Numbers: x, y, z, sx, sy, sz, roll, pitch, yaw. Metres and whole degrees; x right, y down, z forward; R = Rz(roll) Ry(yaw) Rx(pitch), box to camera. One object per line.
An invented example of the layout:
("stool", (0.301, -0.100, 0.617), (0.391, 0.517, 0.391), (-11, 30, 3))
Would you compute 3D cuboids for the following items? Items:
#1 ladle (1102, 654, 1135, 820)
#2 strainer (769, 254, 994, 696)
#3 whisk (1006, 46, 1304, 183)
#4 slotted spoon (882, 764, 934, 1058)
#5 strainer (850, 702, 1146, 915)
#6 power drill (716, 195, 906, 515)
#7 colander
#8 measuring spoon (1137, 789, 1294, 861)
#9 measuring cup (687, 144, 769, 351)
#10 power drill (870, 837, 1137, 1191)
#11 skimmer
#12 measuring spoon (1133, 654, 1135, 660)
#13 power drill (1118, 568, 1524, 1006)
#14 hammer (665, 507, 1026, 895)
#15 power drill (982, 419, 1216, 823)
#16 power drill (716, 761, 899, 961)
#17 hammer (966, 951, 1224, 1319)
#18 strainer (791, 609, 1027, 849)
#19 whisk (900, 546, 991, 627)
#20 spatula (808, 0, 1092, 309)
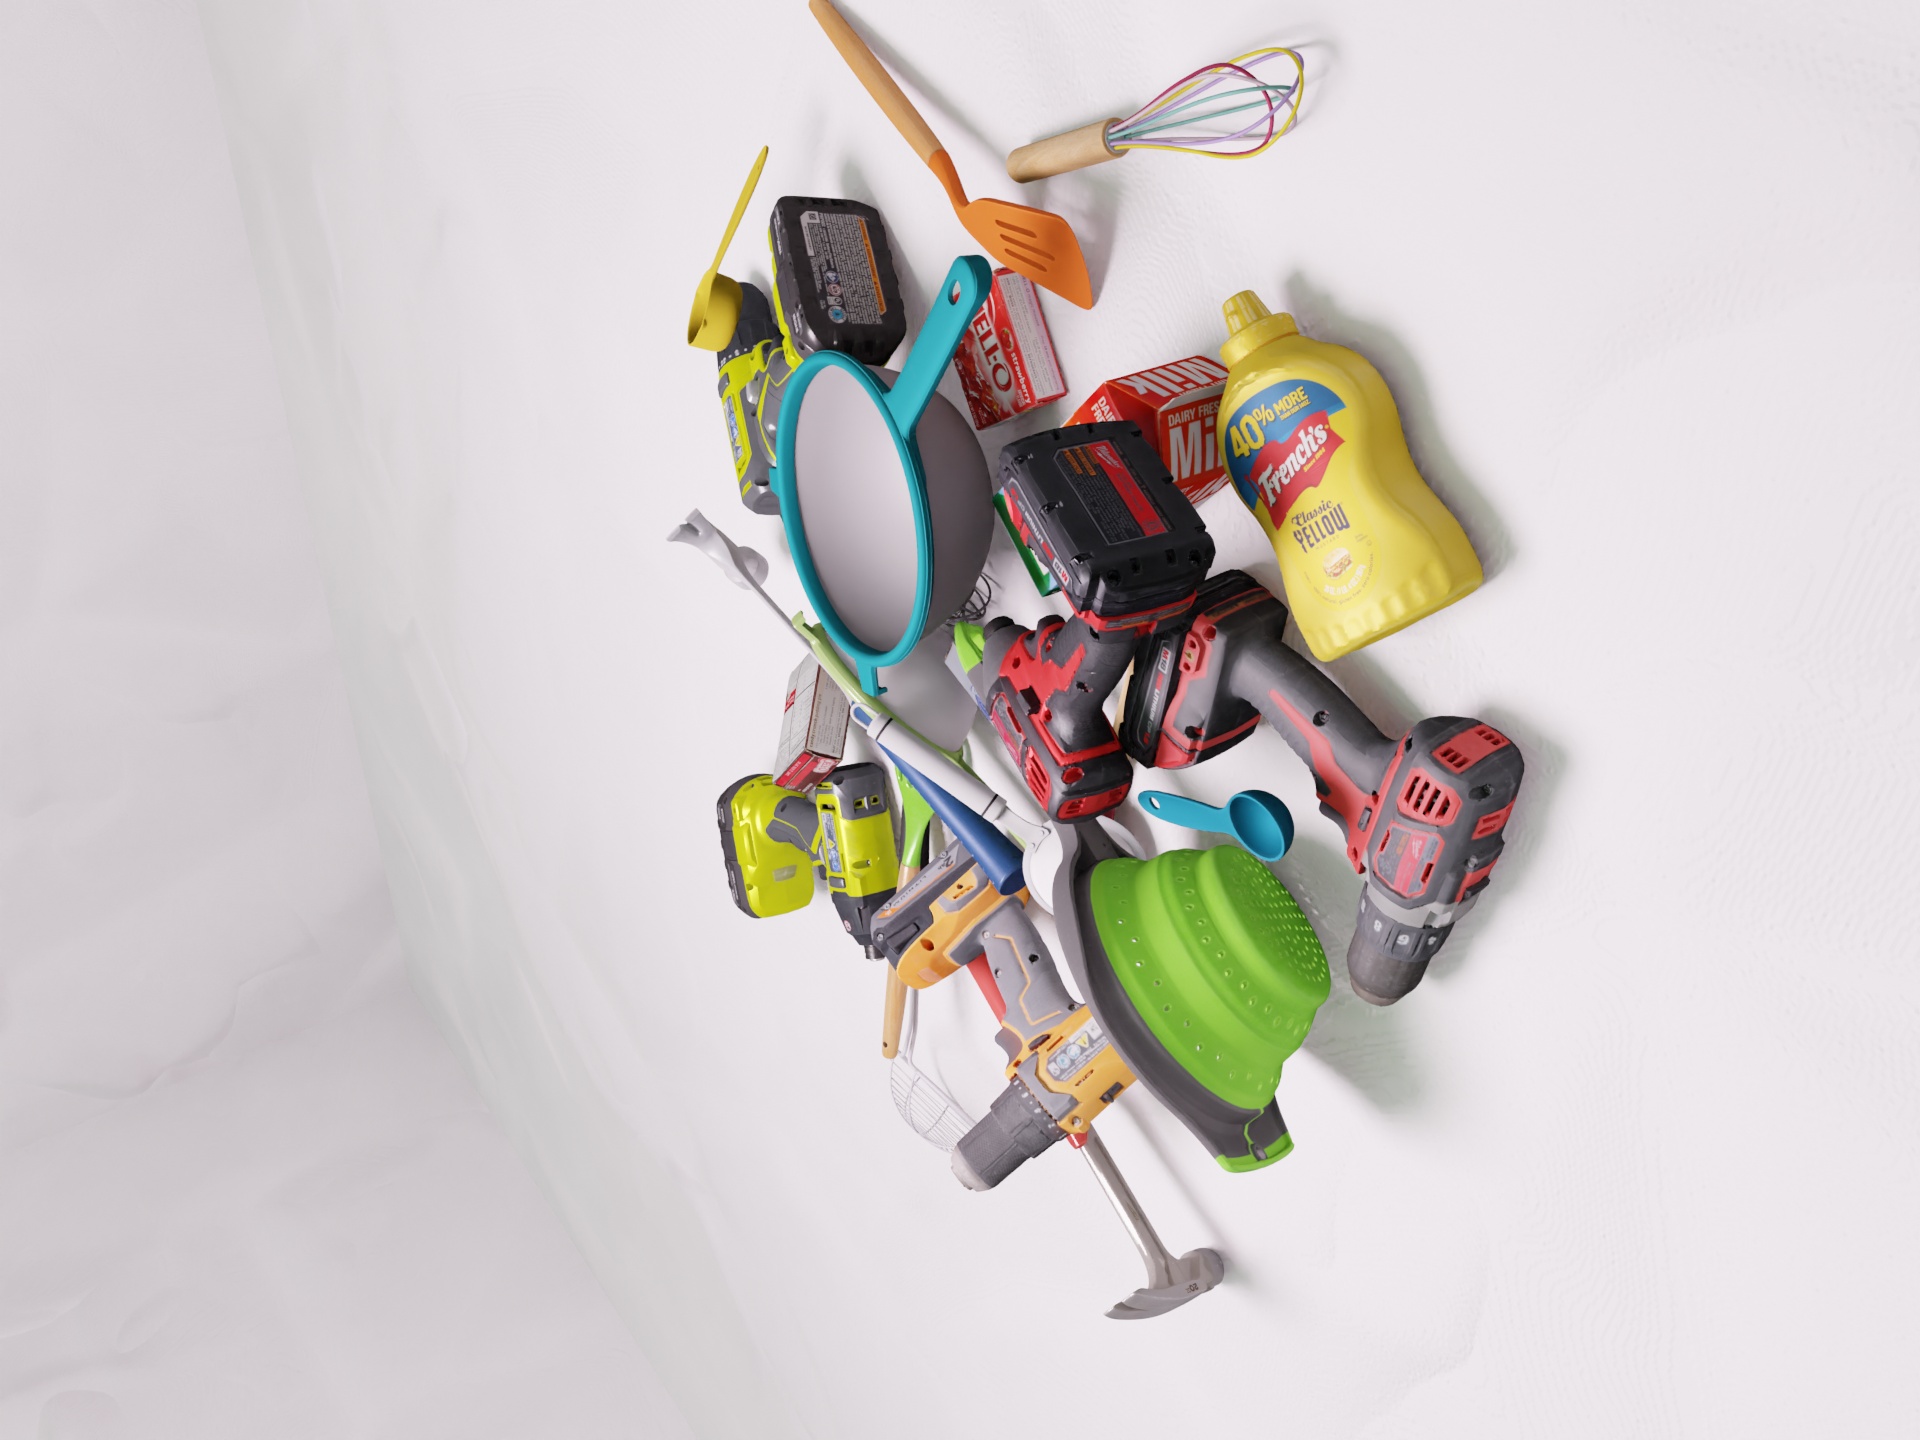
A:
("ladle", (0.106, 0.017, 1.066), (0.069, 0.031, 0.315), (36, 136, 27))
("strainer", (-0.018, -0.177, 1.018), (0.211, 0.095, 0.340), (65, 150, 19))
("whisk", (0.096, -0.315, 0.858), (0.245, 0.051, 0.047), (14, 126, 57))
("slotted spoon", (-0.042, 0.141, 1.304), (0.070, 0.031, 0.313), (25, 117, 40))
("strainer", (0.029, 0.067, 1.092), (0.258, 0.050, 0.087), (35, 114, 3))
("power drill", (-0.126, -0.284, 1.182), (0.228, 0.080, 0.191), (-41, 58, 59))
("colander", (0.118, 0.077, 0.988), (0.094, 0.204, 0.397), (-39, 66, 22))
("measuring spoon", (0.144, 0.049, 0.895), (0.129, 0.021, 0.042), (10, 127, 60))
("measuring cup", (-0.158, -0.336, 1.142), (0.156, 0.029, 0.062), (-60, 29, 30))
("power drill", (0.024, 0.216, 1.176), (0.226, 0.185, 0.084), (47, 179, 35))
("skimmer", (-0.014, 0.211, 1.374), (0.127, 0.090, 0.363), (27, 121, 56))
("measuring spoon", (0.117, -0.031, 0.995), (0.124, 0.018, 0.034), (51, 135, -2))
("power drill", (0.196, 0.039, 0.894), (0.227, 0.080, 0.187), (41, 140, 34))
("hammer", (-0.086, -0.021, 1.227), (0.406, 0.035, 0.144), (47, -176, 24))
("power drill", (0.061, -0.055, 0.896), (0.219, 0.078, 0.143), (101, 148, -51))
("power drill", (-0.133, 0.126, 1.449), (0.223, 0.080, 0.171), (-1, 99, 56))
("hammer", (0.069, 0.281, 1.213), (0.036, 0.149, 0.359), (-43, 60, 20))
("strainer", (-0.002, -0.004, 1.160), (0.069, 0.151, 0.256), (-48, 69, 10))
("whisk", (-0.051, -0.146, 1.198), (0.239, 0.055, 0.055), (50, 145, 36))
("spatula", (-0.017, -0.372, 1.004), (0.323, 0.041, 0.081), (59, 180, 29))
